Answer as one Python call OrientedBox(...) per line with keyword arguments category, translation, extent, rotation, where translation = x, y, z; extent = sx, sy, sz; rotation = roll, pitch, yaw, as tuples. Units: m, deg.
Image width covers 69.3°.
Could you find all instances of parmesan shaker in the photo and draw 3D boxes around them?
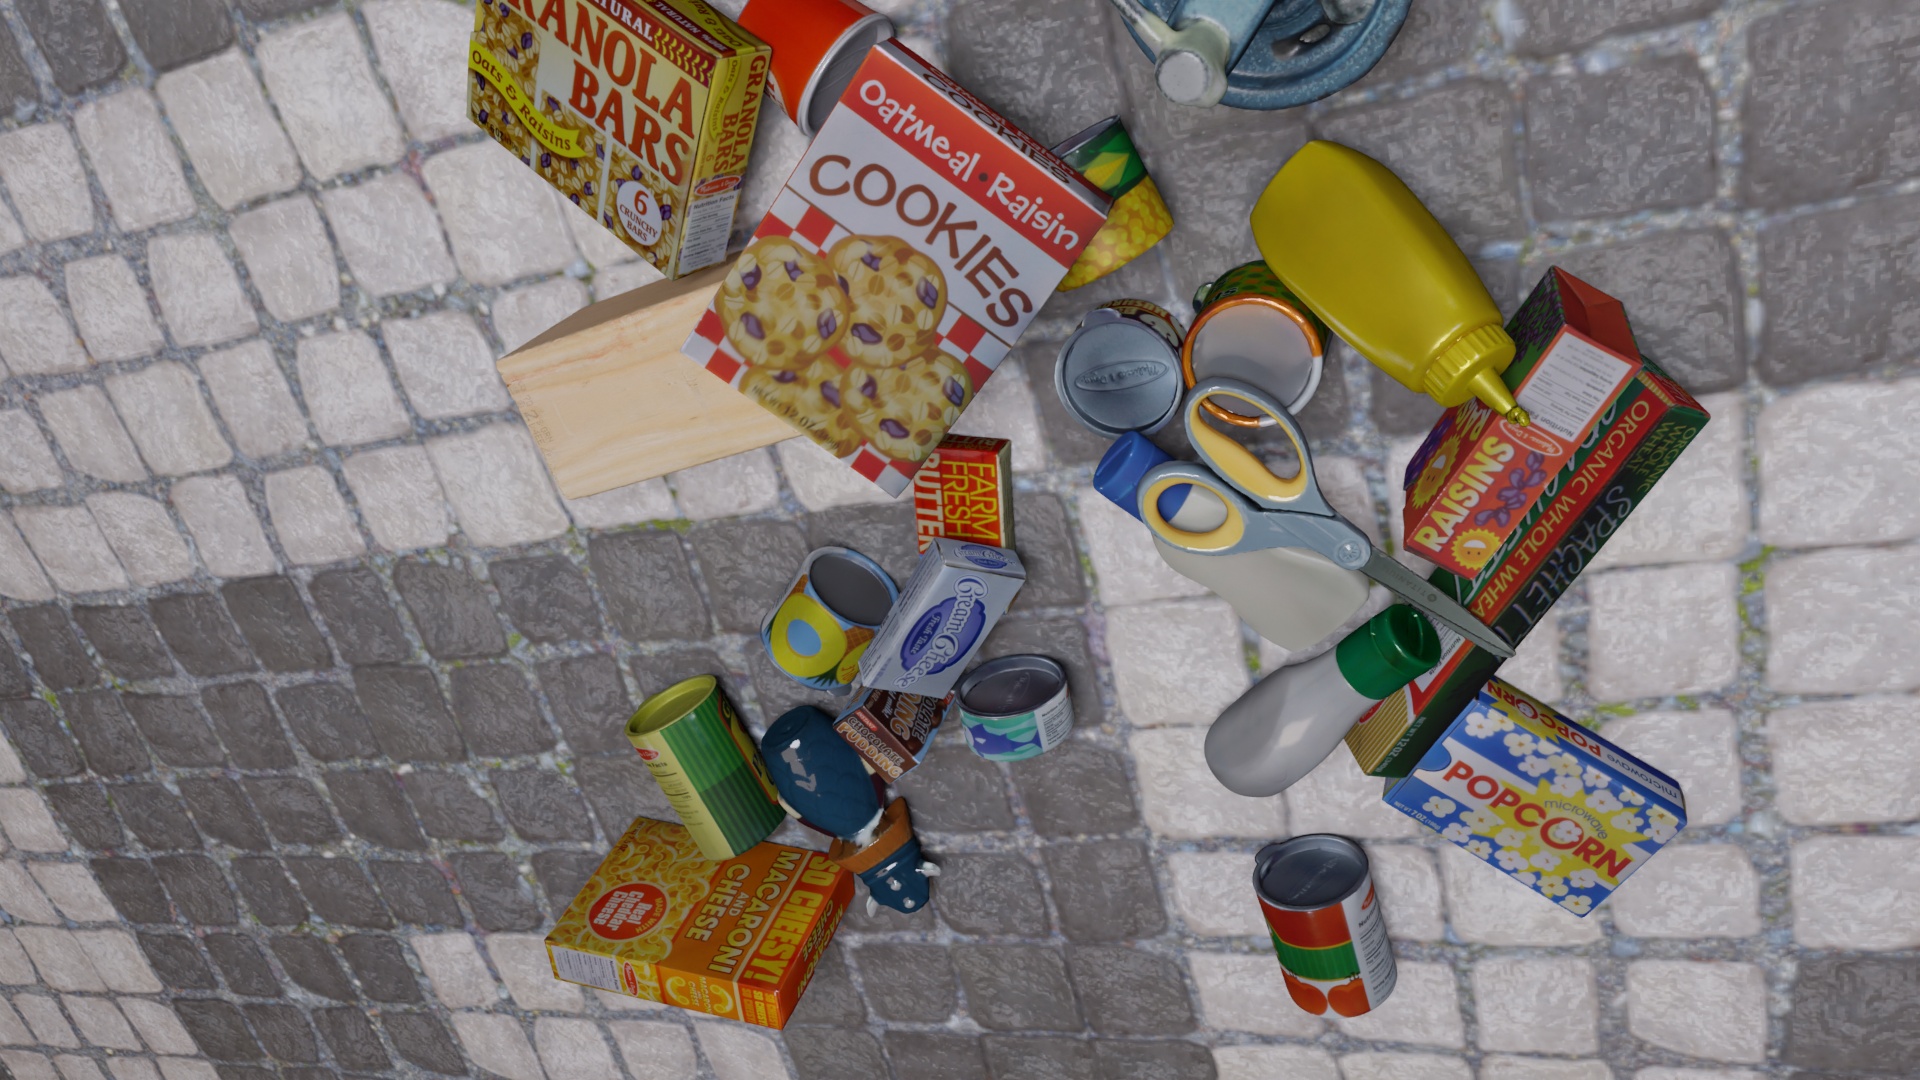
OrientedBox(category="parmesan shaker", translation=(-0.166, 0.148, 0.909), extent=(0.071, 0.072, 0.103), rotation=(-18, 110, 27))

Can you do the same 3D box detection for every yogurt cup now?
OrientedBox(category="yogurt cup", translation=(-0.073, -0.237, 0.669), extent=(0.054, 0.073, 0.072), rotation=(39, 124, 7))

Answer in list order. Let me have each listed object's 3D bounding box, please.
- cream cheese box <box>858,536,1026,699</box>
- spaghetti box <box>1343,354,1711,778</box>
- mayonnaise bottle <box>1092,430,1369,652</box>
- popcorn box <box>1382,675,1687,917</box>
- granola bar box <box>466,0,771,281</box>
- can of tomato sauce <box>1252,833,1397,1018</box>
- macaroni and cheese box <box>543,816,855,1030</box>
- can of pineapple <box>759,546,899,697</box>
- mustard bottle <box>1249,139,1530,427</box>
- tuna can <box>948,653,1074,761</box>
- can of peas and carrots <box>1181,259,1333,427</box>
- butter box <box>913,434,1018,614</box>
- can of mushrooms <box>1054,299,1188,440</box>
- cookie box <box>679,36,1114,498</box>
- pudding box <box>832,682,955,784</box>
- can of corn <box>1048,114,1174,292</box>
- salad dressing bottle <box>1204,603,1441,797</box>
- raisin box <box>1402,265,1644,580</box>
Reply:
OrientedBox(category="cream cheese box", translation=(-0.012, 0.045, 0.774), extent=(0.053, 0.024, 0.103), rotation=(11, 128, -30))
OrientedBox(category="spaghetti box", translation=(0.266, 0.019, 0.684), extent=(0.029, 0.050, 0.248), rotation=(10, 127, -25))
OrientedBox(category="mayonnaise bottle", translation=(0.136, -0.002, 0.711), extent=(0.148, 0.041, 0.064), rotation=(34, 128, -15))
OrientedBox(category="popcorn box", translation=(0.305, 0.135, 0.743), extent=(0.127, 0.038, 0.084), rotation=(30, 124, 2))
OrientedBox(category="granola bar box", translation=(-0.176, -0.226, 0.689), extent=(0.166, 0.039, 0.123), rotation=(39, 133, 18))
OrientedBox(category="can of tomato sauce", translation=(0.211, 0.224, 0.809), extent=(0.071, 0.071, 0.082), rotation=(-10, 114, 25))
OrientedBox(category="macaroni and cheese box", translation=(-0.171, 0.253, 0.931), extent=(0.166, 0.124, 0.040), rotation=(7, 122, 17))
OrientedBox(category="can of pineapple", translation=(-0.075, 0.047, 0.819), extent=(0.071, 0.071, 0.057), rotation=(37, 123, -1))
OrientedBox(category="mustard bottle", translation=(0.193, -0.105, 0.605), extent=(0.065, 0.049, 0.161), rotation=(-52, 58, 34))
OrientedBox(category="tuna can", translation=(0.029, 0.097, 0.808), extent=(0.071, 0.071, 0.032), rotation=(-3, 116, 22))
OrientedBox(category="can of peas and carrots", translation=(0.141, -0.096, 0.667), extent=(0.071, 0.059, 0.070), rotation=(8, 119, 16))
OrientedBox(category="butter box", translation=(0.003, -0.010, 0.785), extent=(0.053, 0.024, 0.103), rotation=(5, 119, 17))
OrientedBox(category="can of mushrooms", translation=(0.083, -0.089, 0.707), extent=(0.071, 0.034, 0.070), rotation=(9, 120, 16))
OrientedBox(category="cookie box", translation=(-0.030, -0.120, 0.630), extent=(0.123, 0.040, 0.166), rotation=(35, 114, -8))
OrientedBox(category="pudding box", translation=(-0.036, 0.098, 0.822), extent=(0.030, 0.084, 0.049), rotation=(-38, 100, 32))
OrientedBox(category="can of corn", translation=(0.058, -0.158, 0.657), extent=(0.071, 0.071, 0.058), rotation=(-23, 108, 29))
OrientedBox(category="salad dressing bottle", translation=(0.189, 0.085, 0.734), extent=(0.044, 0.064, 0.147), rotation=(29, 136, -12))
OrientedBox(category="raisin box", translation=(0.251, -0.053, 0.633), extent=(0.040, 0.086, 0.122), rotation=(28, 123, 2))
